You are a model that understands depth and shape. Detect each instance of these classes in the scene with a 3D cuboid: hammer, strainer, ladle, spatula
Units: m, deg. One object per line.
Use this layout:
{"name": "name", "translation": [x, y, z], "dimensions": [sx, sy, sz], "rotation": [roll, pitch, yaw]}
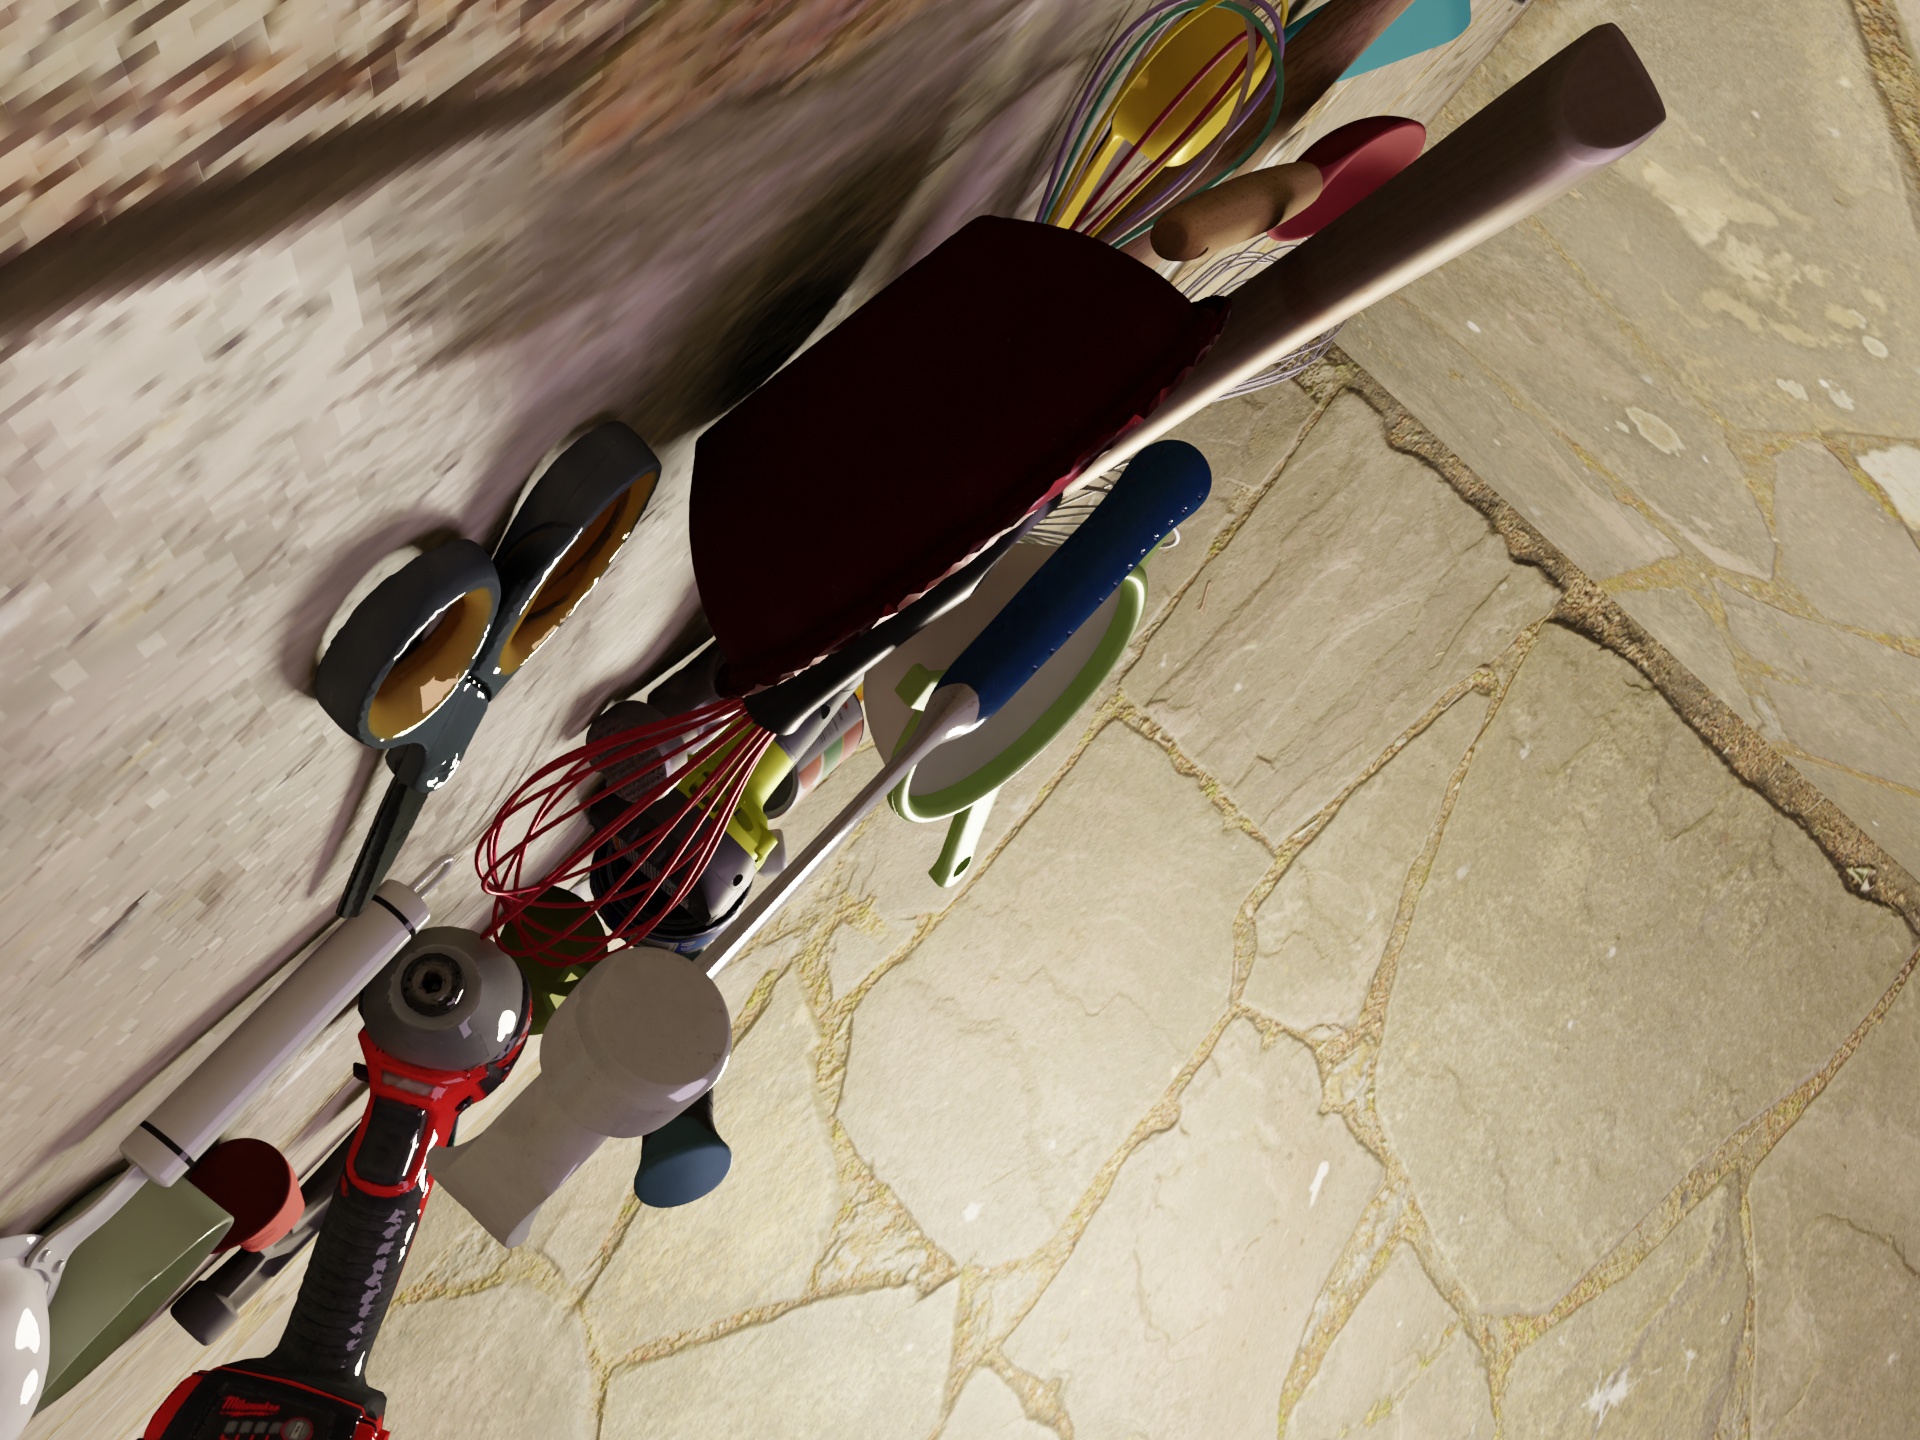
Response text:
{"name": "hammer", "translation": [0.118, -0.236, 0.620], "dimensions": [0.331, 0.031, 0.130], "rotation": [-43, 160, 16]}
{"name": "hammer", "translation": [-0.012, 0.005, 0.500], "dimensions": [0.144, 0.035, 0.405], "rotation": [-44, -178, 42]}
{"name": "hammer", "translation": [-0.331, 0.234, 0.777], "dimensions": [0.149, 0.036, 0.359], "rotation": [-47, -179, -29]}
{"name": "strainer", "translation": [-0.234, 0.131, 0.452], "dimensions": [0.258, 0.050, 0.086], "rotation": [-51, 168, -31]}
{"name": "ladle", "translation": [-0.275, 0.170, 0.909], "dimensions": [0.320, 0.062, 0.078], "rotation": [-36, -152, 51]}
{"name": "ladle", "translation": [0.106, -0.171, 0.517], "dimensions": [0.069, 0.031, 0.315], "rotation": [-35, -175, 30]}
{"name": "spatula", "translation": [0.093, -0.218, 0.720], "dimensions": [0.317, 0.044, 0.082], "rotation": [-45, 161, 16]}
{"name": "hammer", "translation": [0.036, -0.092, 0.541], "dimensions": [0.410, 0.038, 0.146], "rotation": [-29, -168, 35]}
{"name": "strainer", "translation": [-0.001, -0.002, 0.741], "dimensions": [0.151, 0.069, 0.256], "rotation": [-35, 160, -28]}
{"name": "hammer", "translation": [-0.149, 0.145, 0.855], "dimensions": [0.128, 0.033, 0.331], "rotation": [-7, -158, -7]}

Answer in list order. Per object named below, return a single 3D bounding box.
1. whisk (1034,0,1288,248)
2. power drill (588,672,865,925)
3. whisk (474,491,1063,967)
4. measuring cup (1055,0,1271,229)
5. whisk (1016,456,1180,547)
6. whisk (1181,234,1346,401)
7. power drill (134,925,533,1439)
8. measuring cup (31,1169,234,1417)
{"name": "whisk", "translation": [0.033, -0.155, 0.542], "dimensions": [0.047, 0.051, 0.245], "rotation": [-54, -173, -36]}
{"name": "power drill", "translation": [-0.081, -0.009, 0.808], "dimensions": [0.228, 0.080, 0.190], "rotation": [-50, -178, -15]}
{"name": "whisk", "translation": [-0.073, 0.005, 0.517], "dimensions": [0.296, 0.073, 0.073], "rotation": [-36, -174, 34]}
{"name": "measuring cup", "translation": [0.057, -0.187, 0.572], "dimensions": [0.156, 0.029, 0.062], "rotation": [-49, 178, 43]}
{"name": "whisk", "translation": [0.031, -0.100, 0.808], "dimensions": [0.246, 0.057, 0.059], "rotation": [10, -98, 62]}
{"name": "whisk", "translation": [0.063, -0.146, 0.736], "dimensions": [0.284, 0.070, 0.070], "rotation": [-30, 176, -13]}
{"name": "power drill", "translation": [-0.217, 0.182, 0.579], "dimensions": [0.143, 0.078, 0.220], "rotation": [126, -18, -67]}
{"name": "measuring cup", "translation": [-0.301, 0.202, 0.480], "dimensions": [0.168, 0.038, 0.083], "rotation": [-45, 179, -39]}
